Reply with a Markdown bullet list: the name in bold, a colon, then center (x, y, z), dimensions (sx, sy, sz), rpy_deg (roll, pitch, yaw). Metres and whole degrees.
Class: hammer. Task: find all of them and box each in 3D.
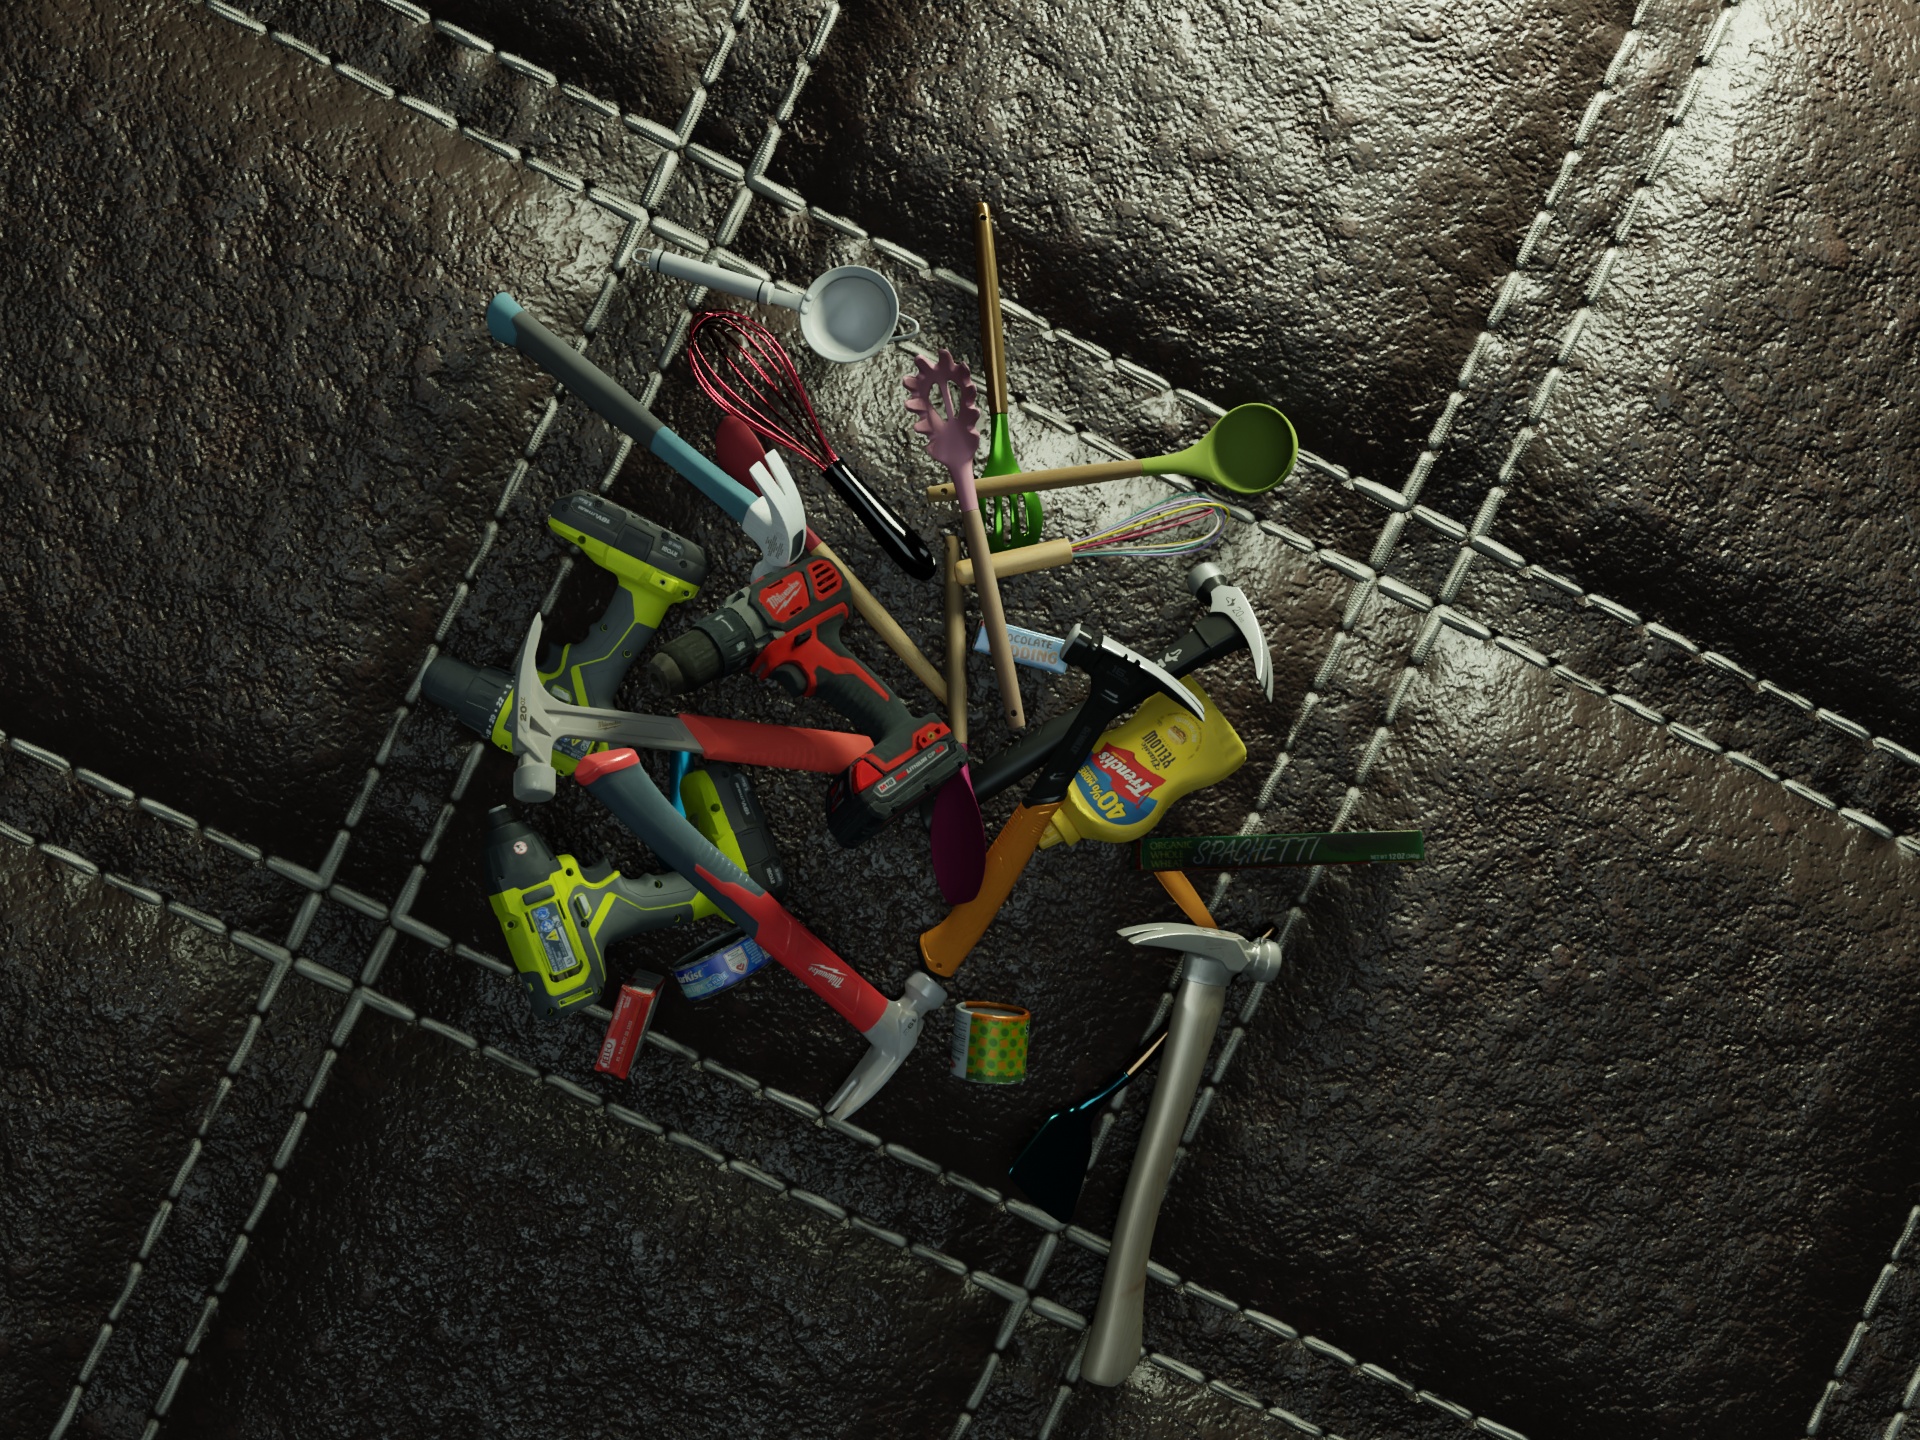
- **hammer**: center (-0.173, 0.167, 1.278), dimensions (0.143, 0.038, 0.386), rpy_deg (-51, 119, -13)
- **hammer**: center (0.065, 0.087, 1.323), dimensions (0.127, 0.034, 0.336), rpy_deg (30, 111, -5)
- **hammer**: center (0.159, 0.375, 1.367), dimensions (0.146, 0.038, 0.410), rpy_deg (11, 96, -21)
- **hammer**: center (0.110, 0.001, 1.352), dimensions (0.335, 0.146, 0.035), rpy_deg (-32, 137, 5)
- **hammer**: center (-0.183, 0.008, 1.305), dimensions (0.359, 0.036, 0.149), rpy_deg (7, 67, -24)
- **hammer**: center (-0.264, -0.243, 1.332), dimensions (0.331, 0.128, 0.033), rpy_deg (38, 52, 4)

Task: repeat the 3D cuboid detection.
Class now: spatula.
- **spatula**: center (0.169, 0.296, 1.386), dimensions (0.317, 0.044, 0.082), rpy_deg (-45, 112, -3)

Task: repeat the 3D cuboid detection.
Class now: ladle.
- **ladle**: center (0.130, -0.214, 1.348), dimensions (0.320, 0.062, 0.078), rpy_deg (-8, 85, -8)
- **ladle**: center (-0.106, -0.129, 1.361), dimensions (0.315, 0.069, 0.031), rpy_deg (49, 63, -9)

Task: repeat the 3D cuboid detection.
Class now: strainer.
- **strainer**: center (-0.158, -0.362, 1.355), dimensions (0.258, 0.050, 0.087), rpy_deg (17, 85, 3)

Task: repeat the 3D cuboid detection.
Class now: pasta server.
- **pasta server**: center (0.013, -0.146, 1.315), dimensions (0.060, 0.040, 0.316), rpy_deg (-11, 96, 11)

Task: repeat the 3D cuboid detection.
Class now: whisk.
- **whisk**: center (-0.124, -0.231, 1.352), dimensions (0.073, 0.073, 0.295), rpy_deg (-43, 99, -1)
- **whisk**: center (0.114, -0.153, 1.362), dimensions (0.245, 0.047, 0.051), rpy_deg (-13, 90, -7)

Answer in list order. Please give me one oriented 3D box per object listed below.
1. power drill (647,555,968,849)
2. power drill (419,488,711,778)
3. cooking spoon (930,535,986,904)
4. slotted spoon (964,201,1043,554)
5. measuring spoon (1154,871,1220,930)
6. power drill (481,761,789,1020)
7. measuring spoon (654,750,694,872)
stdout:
- **power drill**: center (-0.123, -0.010, 1.278), dimensions (0.188, 0.080, 0.227), rpy_deg (-33, 83, -33)
- **power drill**: center (-0.328, -0.073, 1.336), dimensions (0.190, 0.080, 0.228), rpy_deg (26, 93, -4)
- **cooking spoon**: center (-0.002, -0.004, 1.342), dimensions (0.017, 0.069, 0.319), rpy_deg (10, 72, -40)
- **slotted spoon**: center (0.029, -0.289, 1.373), dimensions (0.070, 0.031, 0.314), rpy_deg (-4, 90, -8)
- **measuring spoon**: center (0.200, 0.159, 1.402), dimensions (0.021, 0.011, 0.117), rpy_deg (-37, 89, -7)
- **power drill**: center (-0.268, 0.123, 1.296), dimensions (0.223, 0.080, 0.171), rpy_deg (-21, 91, -29)
- **measuring spoon**: center (-0.242, 0.070, 1.369), dimensions (0.042, 0.021, 0.128), rpy_deg (2, 92, -3)
